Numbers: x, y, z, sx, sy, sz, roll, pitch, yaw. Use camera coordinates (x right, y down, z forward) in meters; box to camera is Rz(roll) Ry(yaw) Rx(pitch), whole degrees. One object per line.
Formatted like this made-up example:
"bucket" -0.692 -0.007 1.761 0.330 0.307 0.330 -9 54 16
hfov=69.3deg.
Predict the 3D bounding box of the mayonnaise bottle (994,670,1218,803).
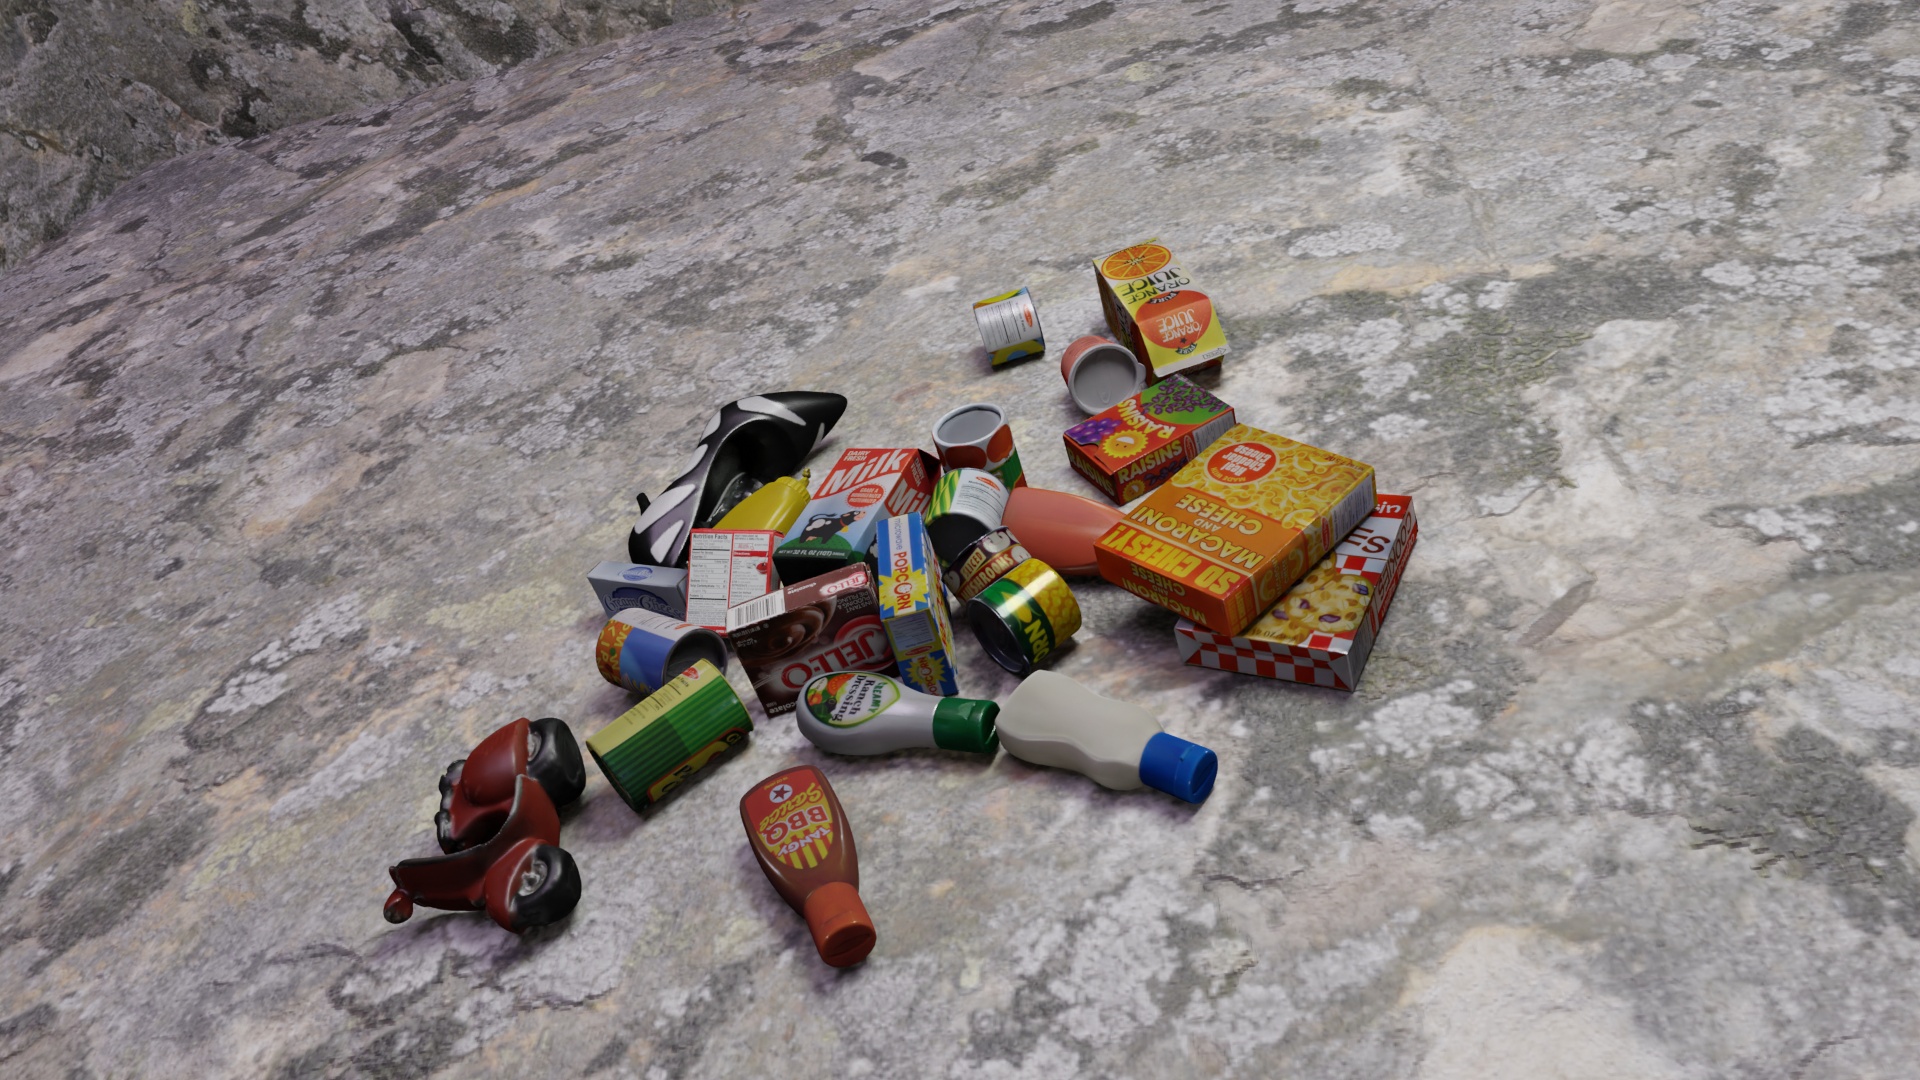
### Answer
"mayonnaise bottle" 0.097 0.132 0.915 0.148 0.041 0.065 17 50 38

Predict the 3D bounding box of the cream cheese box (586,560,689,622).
"cream cheese box" -0.264 0.048 1.178 0.104 0.053 0.024 5 39 29

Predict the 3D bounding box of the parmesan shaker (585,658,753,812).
"parmesan shaker" -0.213 0.143 1.018 0.103 0.071 0.071 -36 39 -22

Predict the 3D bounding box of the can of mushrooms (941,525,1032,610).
"can of mushrooms" 0.020 0.022 1.060 0.071 0.070 0.033 -34 75 -20

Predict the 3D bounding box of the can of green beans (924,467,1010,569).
"can of green beans" 0.005 -0.016 1.132 0.071 0.071 0.058 -5 38 18

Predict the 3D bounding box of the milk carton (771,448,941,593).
"milk carton" -0.077 -0.019 1.166 0.072 0.073 0.192 1 39 25

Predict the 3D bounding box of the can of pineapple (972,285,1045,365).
"can of pineapple" 0.048 -0.212 1.380 0.058 0.070 0.071 -17 35 3

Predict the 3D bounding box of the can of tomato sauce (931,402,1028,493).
"can of tomato sauce" 0.017 -0.064 1.177 0.071 0.082 0.071 -12 35 9

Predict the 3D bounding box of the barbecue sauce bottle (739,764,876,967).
"barbecue sauce bottle" -0.094 0.209 0.893 0.065 0.043 0.149 -24 36 -11

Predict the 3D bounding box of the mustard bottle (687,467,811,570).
"mustard bottle" -0.172 -0.012 1.220 0.065 0.048 0.161 12 44 28

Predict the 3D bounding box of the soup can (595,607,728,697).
"soup can" -0.236 0.095 1.093 0.084 0.071 0.072 12 45 37

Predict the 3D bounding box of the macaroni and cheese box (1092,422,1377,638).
"macaroni and cheese box" 0.197 -0.011 0.992 0.167 0.040 0.124 -38 40 -25

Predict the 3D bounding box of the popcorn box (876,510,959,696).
"popcorn box" -0.033 0.048 1.046 0.038 0.084 0.127 -14 35 5

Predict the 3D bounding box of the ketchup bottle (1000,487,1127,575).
"ketchup bottle" 0.104 -0.001 1.077 0.149 0.043 0.064 11 87 28

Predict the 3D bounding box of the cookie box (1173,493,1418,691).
"cookie box" 0.242 0.028 0.991 0.123 0.040 0.168 7 43 31

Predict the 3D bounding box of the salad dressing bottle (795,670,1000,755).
"salad dressing bottle" -0.044 0.125 0.983 0.147 0.043 0.064 2 41 26

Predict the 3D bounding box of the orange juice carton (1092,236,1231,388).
"orange juice carton" 0.188 -0.208 1.303 0.072 0.072 0.193 -19 36 -1

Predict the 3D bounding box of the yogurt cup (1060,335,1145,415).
"yogurt cup" 0.125 -0.154 1.269 0.072 0.072 0.054 -21 27 -3

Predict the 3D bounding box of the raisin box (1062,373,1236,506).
"raisin box" 0.161 -0.088 1.183 0.123 0.040 0.086 -28 37 -12

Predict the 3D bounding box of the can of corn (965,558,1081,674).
"can of corn" 0.048 0.057 1.017 0.058 0.071 0.071 -35 38 -22
